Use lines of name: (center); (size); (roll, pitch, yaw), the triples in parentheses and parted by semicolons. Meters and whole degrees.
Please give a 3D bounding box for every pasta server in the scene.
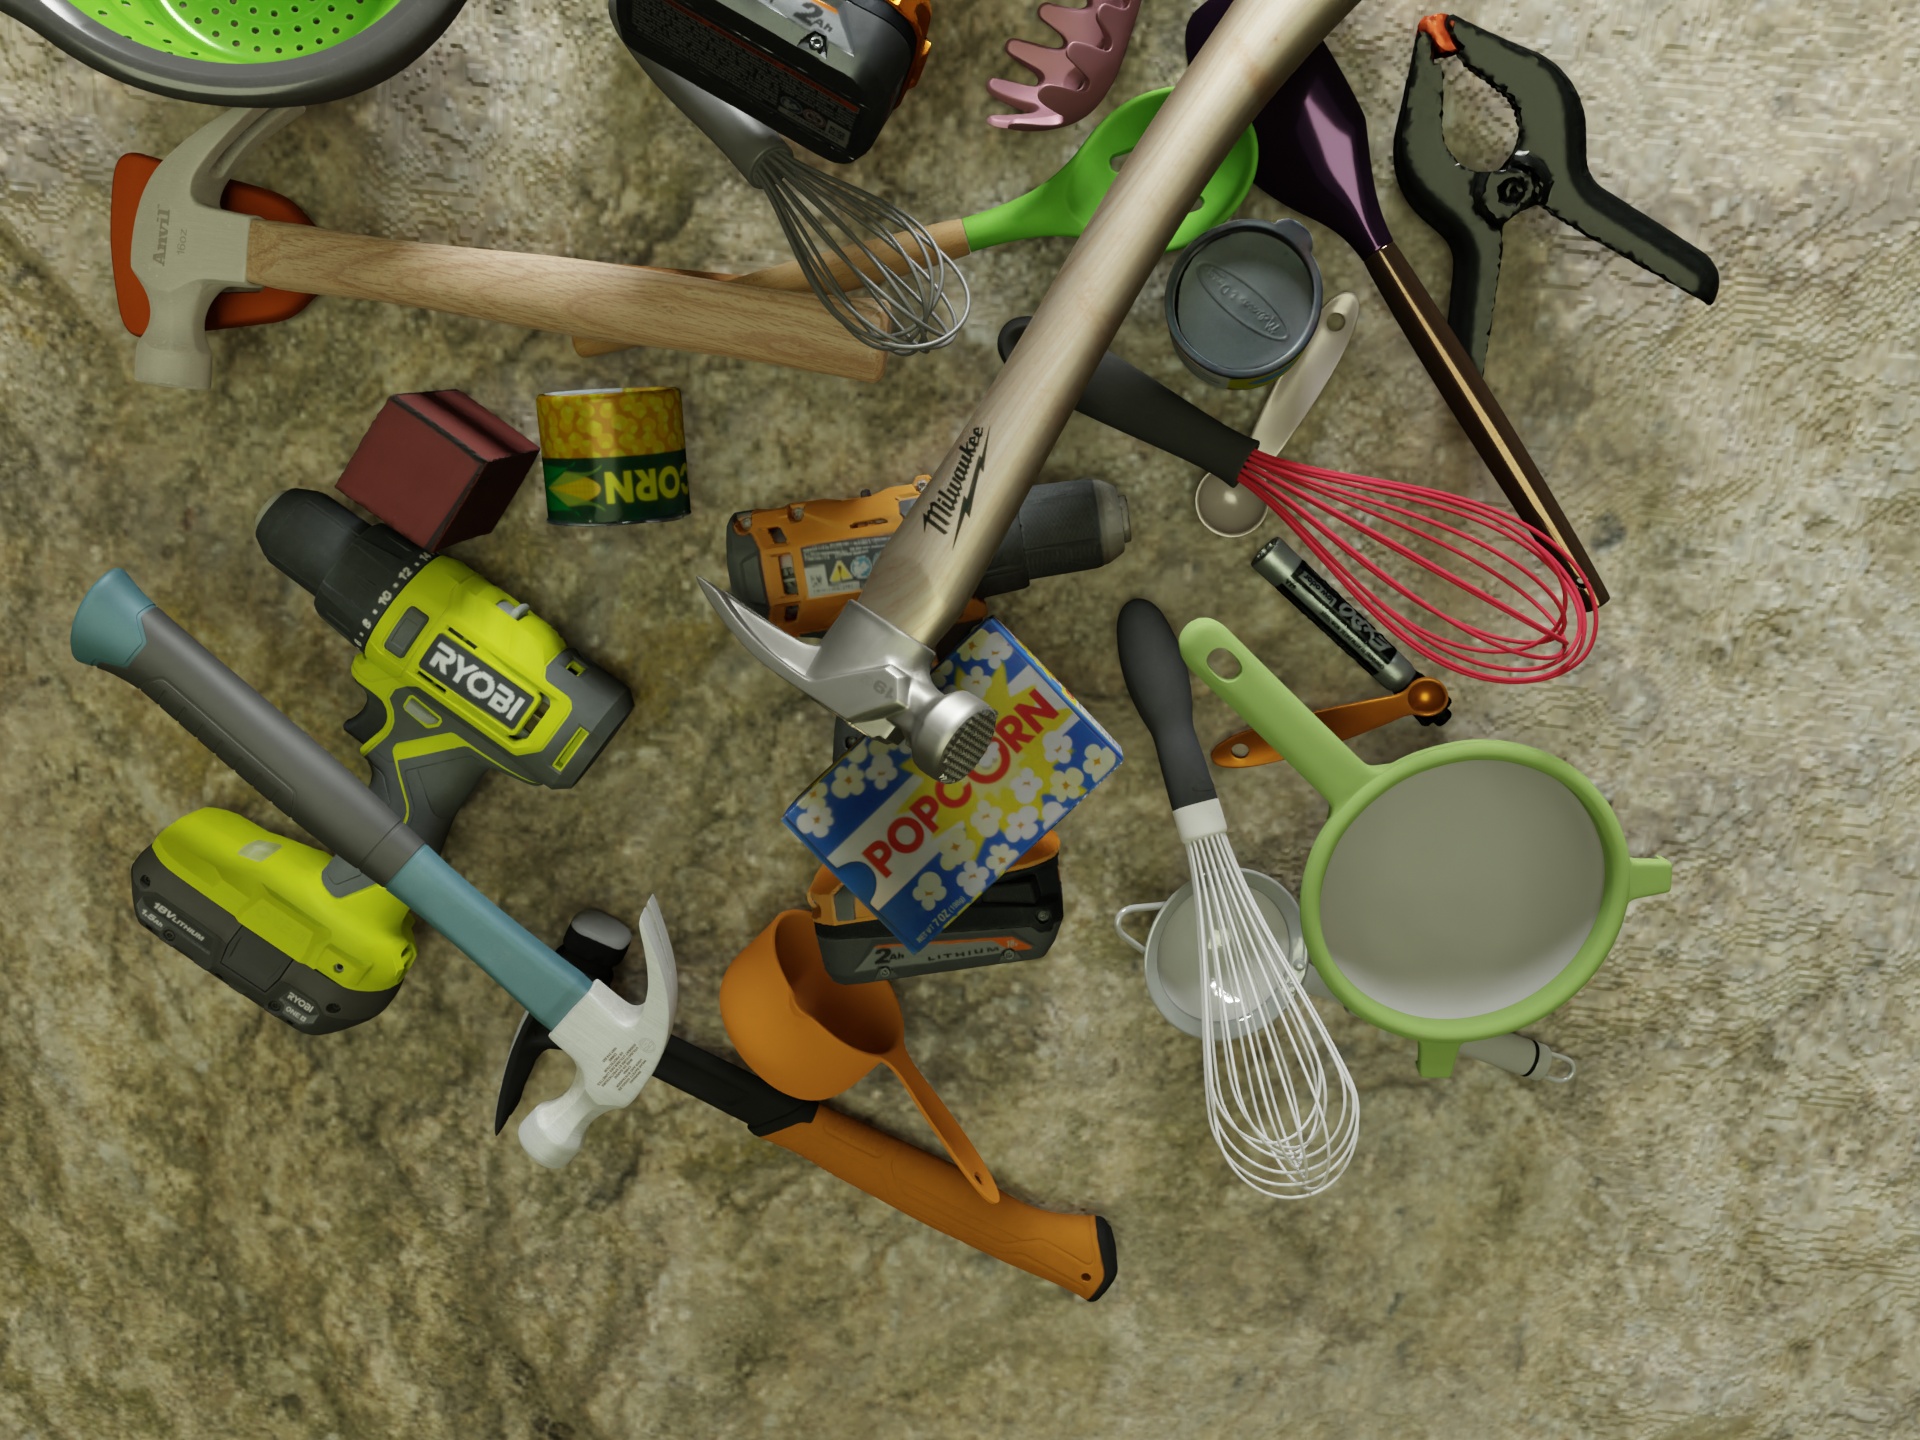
pasta server: (0.097, -0.390, 0.659); (0.040, 0.060, 0.316); (18, 104, -31)

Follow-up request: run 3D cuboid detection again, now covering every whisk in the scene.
whisk: (-0.078, -0.236, 0.670); (0.055, 0.055, 0.239); (-44, 72, 13)
whisk: (0.143, -0.103, 0.703); (0.296, 0.073, 0.073); (31, 105, 10)
whisk: (0.121, 0.077, 0.736); (0.070, 0.070, 0.285); (-16, 80, 8)

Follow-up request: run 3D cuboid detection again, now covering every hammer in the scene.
hammer: (-0.266, 0.059, 0.727); (0.331, 0.033, 0.128); (43, 98, -10)
hammer: (-0.074, 0.225, 0.833); (0.337, 0.034, 0.127); (26, 104, -3)
hammer: (-0.194, -0.190, 0.692); (0.331, 0.031, 0.130); (8, 100, 2)
hammer: (0.048, -0.182, 0.663); (0.146, 0.038, 0.410); (33, 91, 25)

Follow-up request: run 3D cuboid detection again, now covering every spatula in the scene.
spatula: (0.195, -0.182, 0.698); (0.060, 0.018, 0.316); (-32, 92, 26)
spatula: (-0.219, -0.205, 0.727); (0.322, 0.041, 0.081); (5, 103, 2)

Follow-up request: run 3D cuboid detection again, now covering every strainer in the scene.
strainer: (0.192, 0.037, 0.742); (0.256, 0.069, 0.151); (42, 103, -12)
strainer: (0.190, 0.136, 0.790); (0.258, 0.050, 0.087); (20, 93, -7)

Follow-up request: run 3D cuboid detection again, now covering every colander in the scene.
colander: (-0.216, -0.347, 0.672); (0.397, 0.094, 0.204); (-7, 89, -13)

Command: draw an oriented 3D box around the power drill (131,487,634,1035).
power drill: (-0.296, 0.019, 0.774); (0.190, 0.080, 0.228); (36, 101, -7)

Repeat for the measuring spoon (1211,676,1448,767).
measuring spoon: (0.175, 0.001, 0.760); (0.117, 0.011, 0.021); (-18, 113, 24)

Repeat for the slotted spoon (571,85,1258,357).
slotted spoon: (-0.023, -0.211, 0.708); (0.314, 0.031, 0.070); (-15, 89, 4)

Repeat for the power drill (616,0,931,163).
power drill: (-0.049, -0.355, 0.622); (0.164, 0.084, 0.226); (28, 79, -8)

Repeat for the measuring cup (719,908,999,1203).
measuring cup: (-0.051, 0.176, 0.778); (0.052, 0.095, 0.174); (-40, 82, 19)

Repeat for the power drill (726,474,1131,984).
power drill: (-0.001, -0.002, 0.749); (0.185, 0.084, 0.226); (-9, 100, 4)

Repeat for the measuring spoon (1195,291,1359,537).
measuring spoon: (0.149, -0.141, 0.736); (0.034, 0.018, 0.124); (30, 98, 5)
